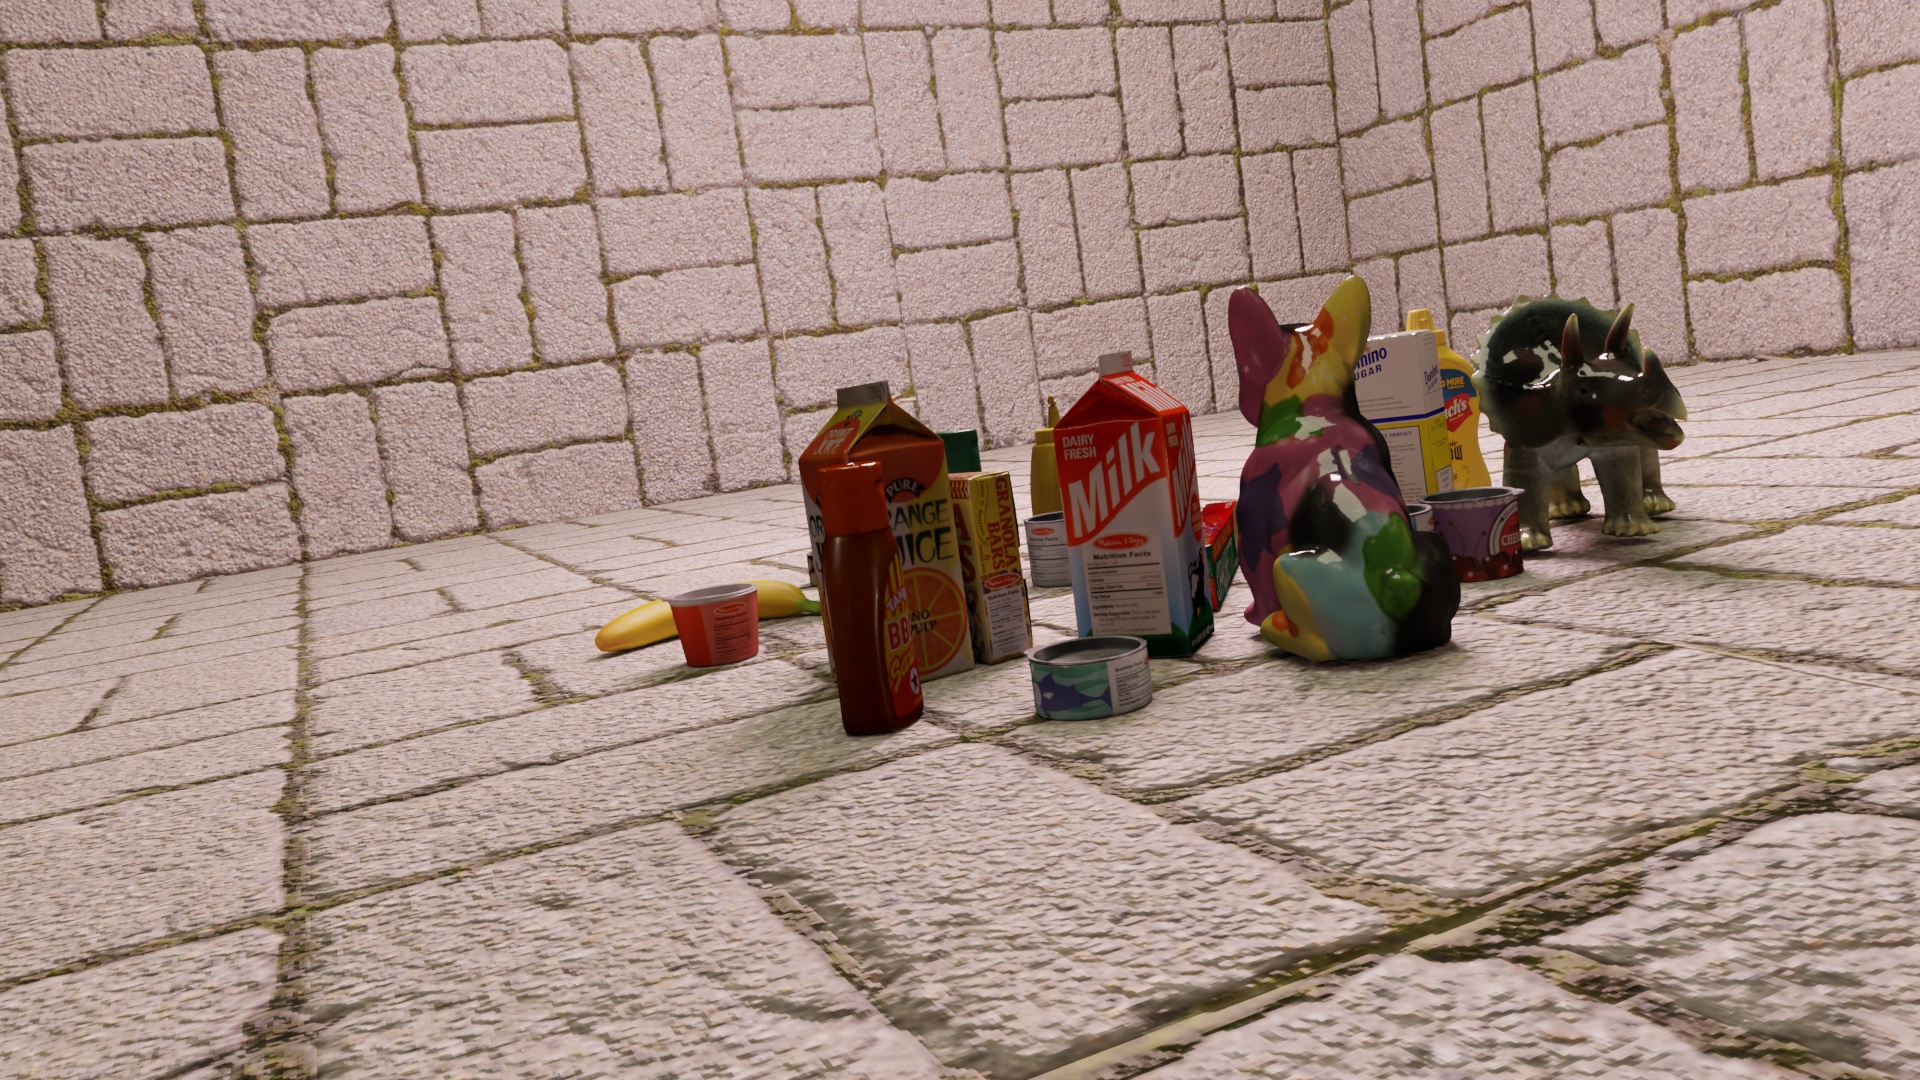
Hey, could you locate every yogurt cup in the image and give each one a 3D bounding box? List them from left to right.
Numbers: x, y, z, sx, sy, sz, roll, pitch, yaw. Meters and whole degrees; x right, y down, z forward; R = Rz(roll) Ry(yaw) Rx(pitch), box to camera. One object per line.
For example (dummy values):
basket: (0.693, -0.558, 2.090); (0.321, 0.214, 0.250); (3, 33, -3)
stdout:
yogurt cup: (-0.184, 0.064, 1.056); (0.072, 0.054, 0.072); (-8, 7, 1)

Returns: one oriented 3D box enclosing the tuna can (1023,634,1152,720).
tuna can: (0.069, 0.075, 0.764); (0.071, 0.032, 0.071); (-8, 7, 1)

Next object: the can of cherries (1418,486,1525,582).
can of cherries: (0.364, -0.005, 0.983); (0.071, 0.058, 0.071); (-8, 6, 1)

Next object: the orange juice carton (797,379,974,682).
orange juice carton: (-0.051, -0.006, 0.899); (0.073, 0.192, 0.072); (-11, 7, -30)

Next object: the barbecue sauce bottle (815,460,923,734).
barbecue sauce bottle: (-0.053, 0.031, 0.784); (0.043, 0.148, 0.065); (-6, 6, 15)

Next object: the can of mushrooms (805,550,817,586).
can of mushrooms: (-0.122, 0.024, 1.404); (0.071, 0.033, 0.071); (-8, 7, 1)

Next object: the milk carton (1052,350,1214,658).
milk carton: (0.109, -0.025, 0.883); (0.073, 0.190, 0.072); (-5, 7, 23)

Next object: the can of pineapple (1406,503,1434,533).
can of pineapple: (0.293, 0.008, 0.961); (0.071, 0.057, 0.071); (-8, 6, 1)

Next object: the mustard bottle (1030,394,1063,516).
mustard bottle: (0.096, -0.056, 1.286); (0.065, 0.160, 0.049); (-11, 7, -23)

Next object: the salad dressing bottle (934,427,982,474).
salad dressing bottle: (0.004, -0.014, 1.093); (0.044, 0.147, 0.064); (-5, 7, 24)

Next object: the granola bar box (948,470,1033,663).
granola bar box: (-0.019, 0.016, 0.972); (0.039, 0.124, 0.165); (-12, 8, -34)

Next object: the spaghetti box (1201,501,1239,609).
spaghetti box: (0.198, 0.009, 1.094); (0.028, 0.050, 0.251); (-6, 7, 16)

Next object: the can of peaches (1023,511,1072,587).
can of peaches: (0.093, 0.006, 1.207); (0.071, 0.058, 0.071); (-8, 6, 1)
